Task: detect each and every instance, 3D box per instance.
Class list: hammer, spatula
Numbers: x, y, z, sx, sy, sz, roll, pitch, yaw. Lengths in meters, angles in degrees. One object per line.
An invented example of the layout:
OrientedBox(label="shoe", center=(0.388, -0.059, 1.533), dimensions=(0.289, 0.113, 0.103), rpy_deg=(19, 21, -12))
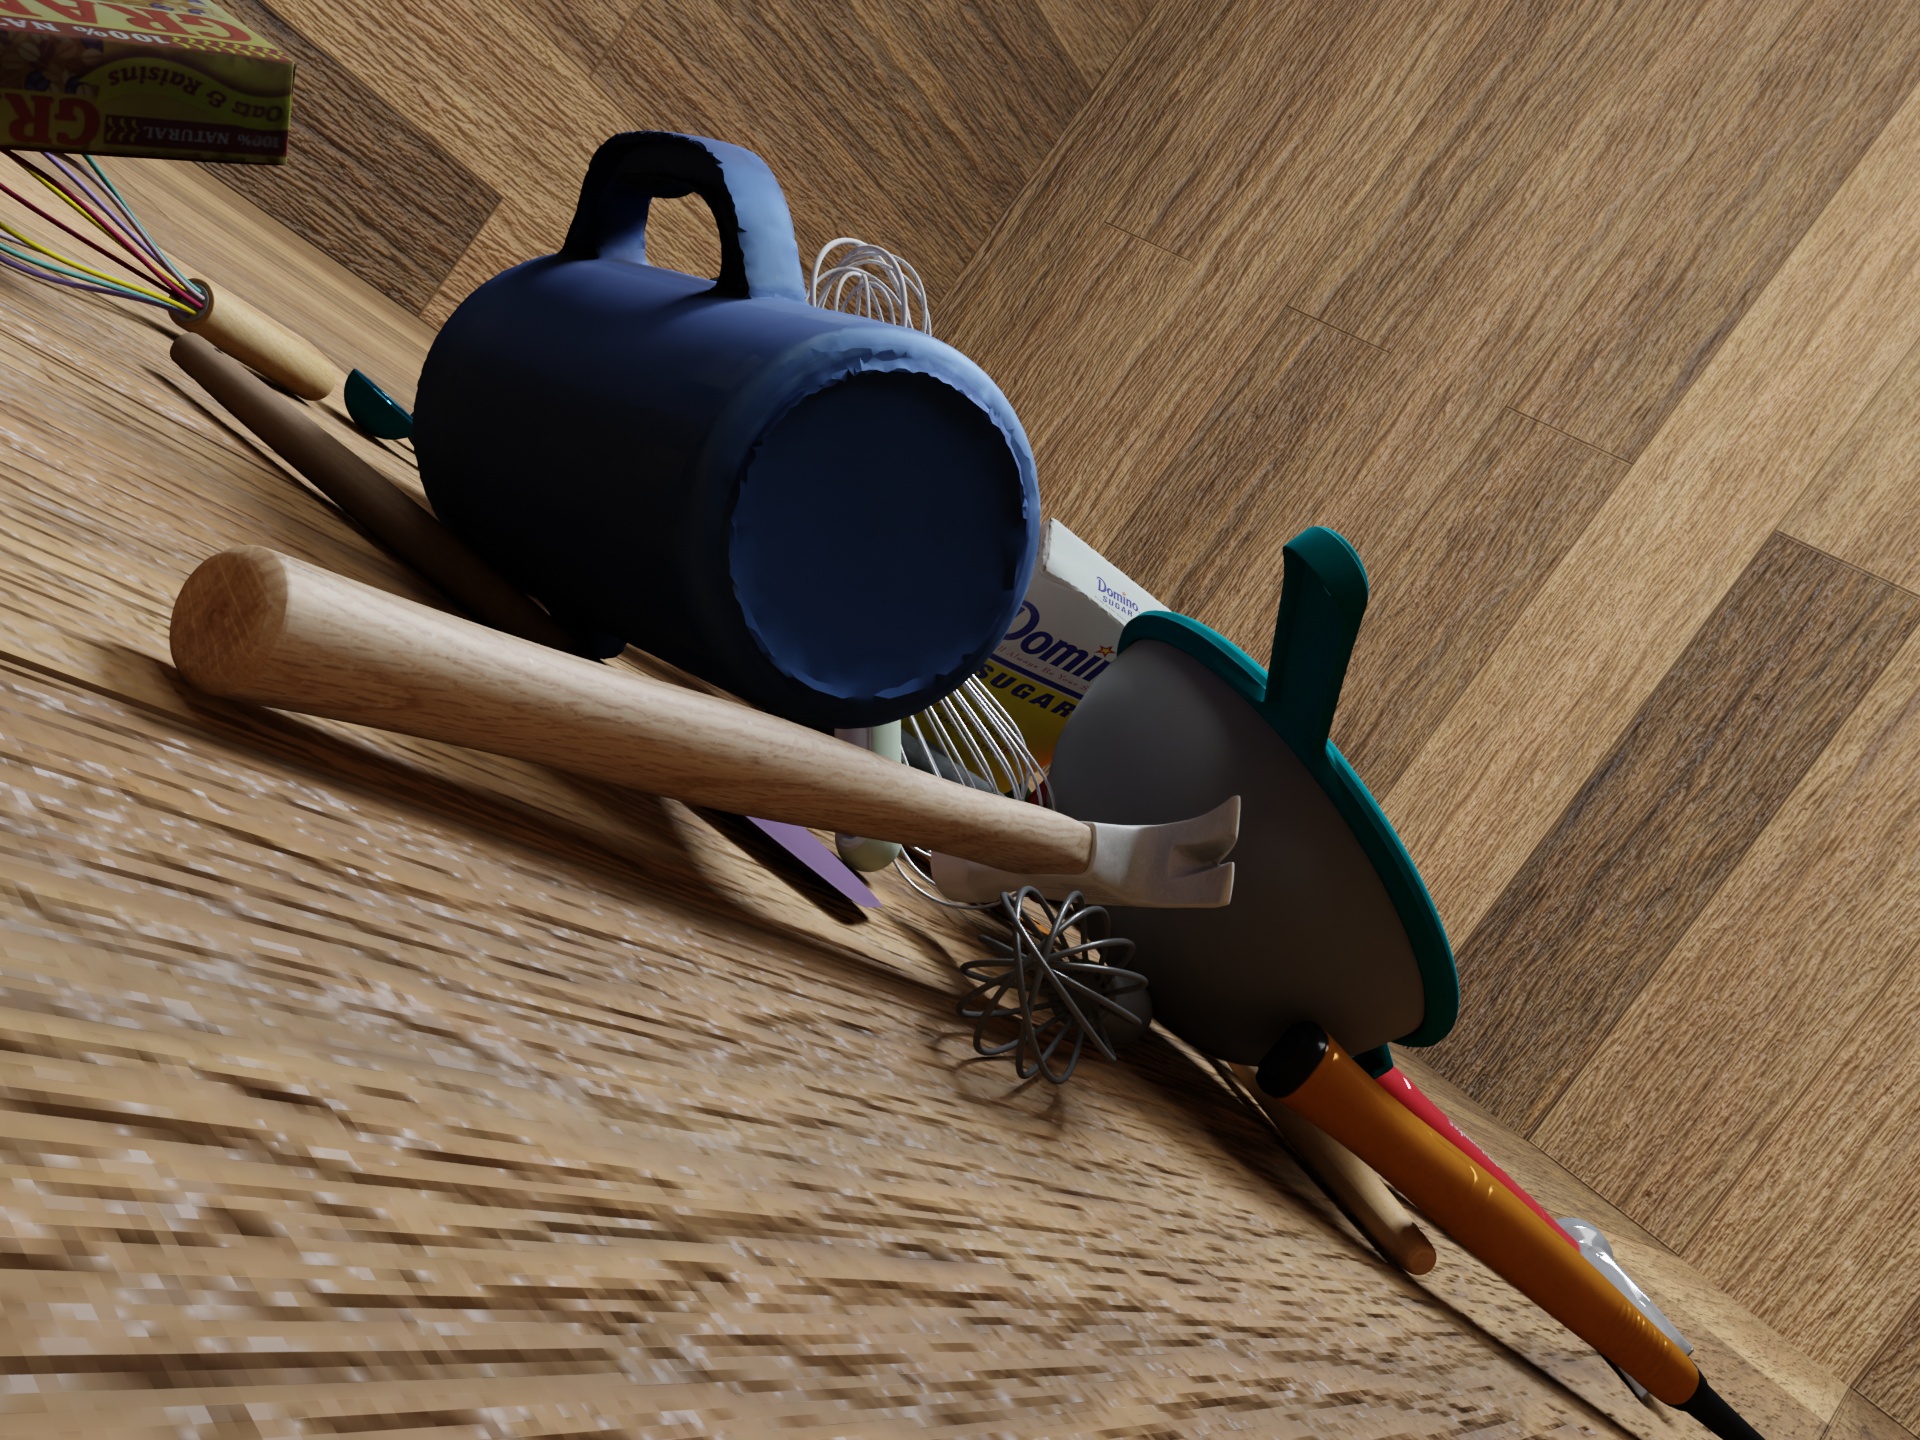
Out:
OrientedBox(label="hammer", center=(-0.034, 0.016, 0.407), dimensions=(0.130, 0.031, 0.331), rpy_deg=(-2, -13, 35))
OrientedBox(label="spatula", center=(-0.150, -0.035, 0.533), dimensions=(0.316, 0.018, 0.059), rpy_deg=(38, 0, 9))
OrientedBox(label="hammer", center=(0.243, 0.227, 0.585), dimensions=(0.337, 0.034, 0.127), rpy_deg=(40, 1, -7))
OrientedBox(label="hammer", center=(0.183, 0.159, 0.766), dimensions=(0.386, 0.038, 0.143), rpy_deg=(43, 5, 3))

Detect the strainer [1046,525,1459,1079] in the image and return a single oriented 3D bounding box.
OrientedBox(label="strainer", center=(0.091, 0.041, 0.594), dimensions=(0.211, 0.095, 0.340), rpy_deg=(53, -9, 23))

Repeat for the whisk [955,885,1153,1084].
OrientedBox(label="whisk", center=(0.042, 0.091, 0.515), dimensions=(0.055, 0.055, 0.238), rpy_deg=(37, -3, 17))

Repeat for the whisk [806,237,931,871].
OrientedBox(label="whisk", center=(-0.036, -0.066, 0.600), dimensions=(0.058, 0.246, 0.059), rpy_deg=(-10, -14, 37))

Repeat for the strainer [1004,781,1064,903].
OrientedBox(label="strainer", center=(-0.001, -0.003, 0.906), dimensions=(0.256, 0.151, 0.069), rpy_deg=(60, -5, -25))

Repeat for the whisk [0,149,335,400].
OrientedBox(label="whisk", center=(-0.320, -0.178, 0.631), dimensions=(0.047, 0.051, 0.245), rpy_deg=(31, -2, 10))

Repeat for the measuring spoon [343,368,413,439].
OrientedBox(label="measuring spoon", center=(-0.264, -0.126, 0.809), dimensions=(0.128, 0.021, 0.042), rpy_deg=(46, -3, -27))

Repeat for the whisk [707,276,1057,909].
OrientedBox(label="whisk", center=(-0.044, -0.055, 0.645), dimensions=(0.285, 0.070, 0.070), rpy_deg=(64, 6, 8))

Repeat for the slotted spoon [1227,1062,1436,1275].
OrientedBox(label="slotted spoon", center=(0.139, 0.164, 0.728), dimensions=(0.070, 0.031, 0.314), rpy_deg=(41, 2, -16))

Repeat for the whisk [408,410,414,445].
OrientedBox(label="whisk", center=(-0.193, -0.108, 0.942), dimensions=(0.295, 0.073, 0.073), rpy_deg=(28, 7, -39))

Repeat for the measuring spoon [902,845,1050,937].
OrientedBox(label="measuring spoon", center=(0.004, 0.072, 0.737), dimensions=(0.116, 0.011, 0.021), rpy_deg=(35, 2, -28))
